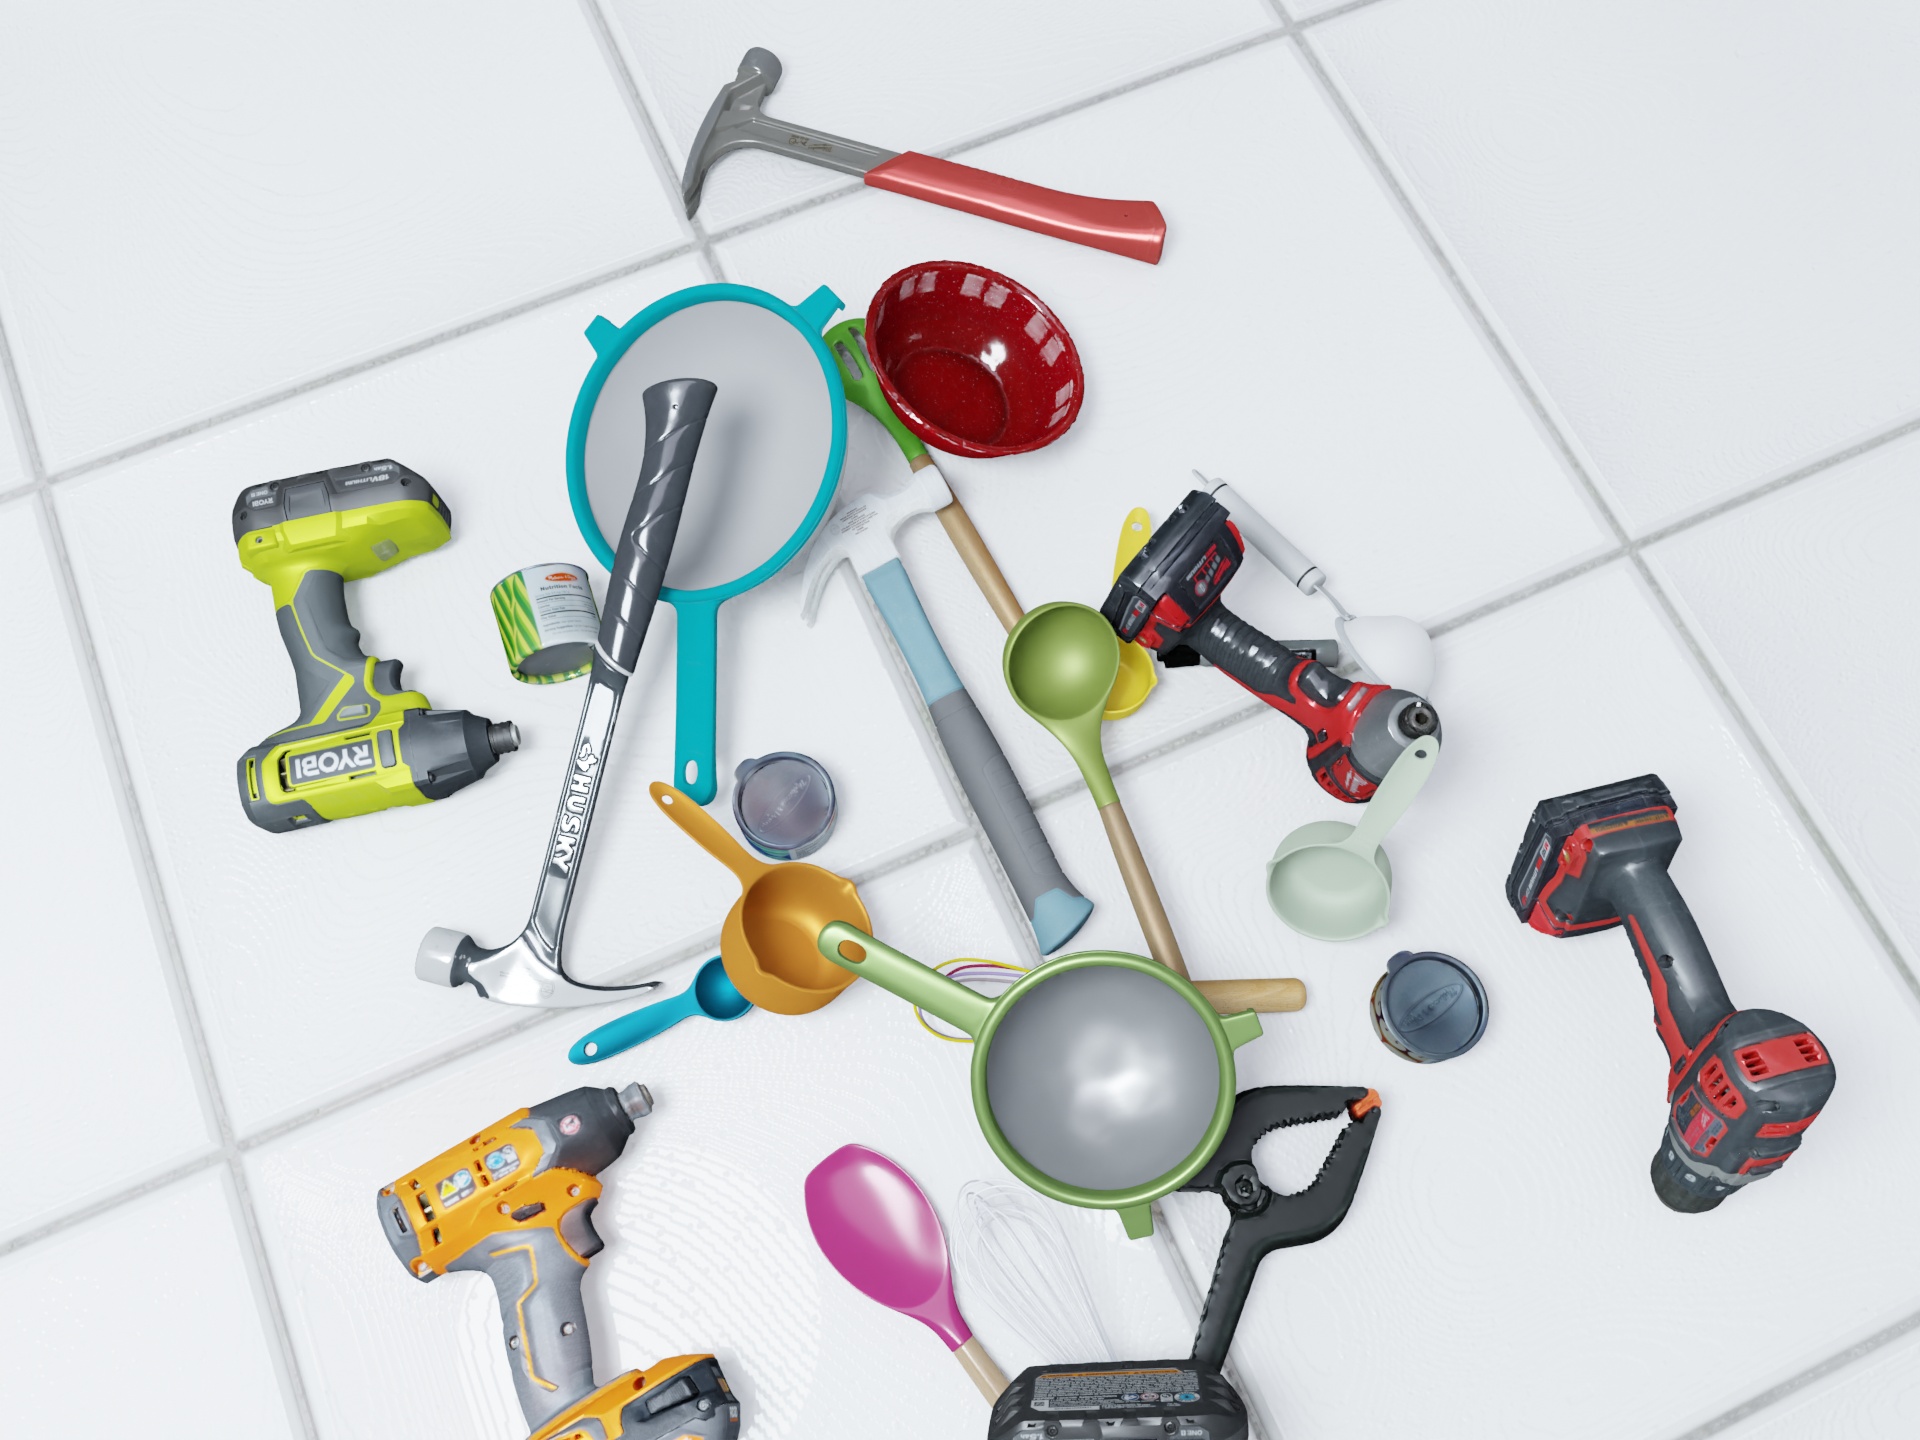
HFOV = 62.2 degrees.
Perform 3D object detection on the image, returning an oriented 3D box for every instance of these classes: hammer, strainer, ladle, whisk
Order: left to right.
[{"bbox_3d":[-0.218,-0.018,0.997,0.149,0.036,0.409,14,88,1],"label":"hammer"},{"bbox_3d":[-0.153,-0.113,1.062,0.211,0.095,0.340,-1,86,23],"label":"strainer"},{"bbox_3d":[-0.023,-0.397,1.190,0.359,0.036,0.149,18,71,7],"label":"hammer"},{"bbox_3d":[-0.002,-0.003,1.043,0.128,0.033,0.331,-27,75,1],"label":"hammer"},{"bbox_3d":[0.036,0.178,0.932,0.256,0.069,0.151,27,97,3],"label":"strainer"},{"bbox_3d":[0.085,0.383,0.901,0.070,0.070,0.285,-34,79,-12],"label":"whisk"},{"bbox_3d":[0.093,0.170,0.985,0.245,0.051,0.047,-1,65,-4],"label":"whisk"},{"bbox_3d":[0.103,0.074,0.979,0.078,0.062,0.320,-16,72,-11],"label":"ladle"},{"bbox_3d":[0.242,-0.090,1.069,0.259,0.086,0.050,48,117,24],"label":"strainer"}]

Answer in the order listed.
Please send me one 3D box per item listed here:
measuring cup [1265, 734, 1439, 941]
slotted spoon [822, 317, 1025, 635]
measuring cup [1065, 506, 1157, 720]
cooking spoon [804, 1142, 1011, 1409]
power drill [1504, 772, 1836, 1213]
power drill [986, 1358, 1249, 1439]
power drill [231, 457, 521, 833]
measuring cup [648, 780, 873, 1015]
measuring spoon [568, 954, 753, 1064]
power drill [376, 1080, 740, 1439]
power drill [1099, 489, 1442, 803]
[{"bbox_3d":[0.246,0.064,0.968,0.083,0.167,0.038,26,35,3],"label":"measuring cup"},{"bbox_3d":[-0.015,-0.163,1.112,0.070,0.031,0.314,-25,74,-13],"label":"slotted spoon"},{"bbox_3d":[0.109,-0.072,1.080,0.062,0.029,0.157,11,68,4],"label":"measuring cup"},{"bbox_3d":[0.017,0.383,0.920,0.069,0.017,0.319,-35,74,-17],"label":"cooking spoon"},{"bbox_3d":[0.409,0.167,0.937,0.080,0.187,0.227,-13,52,-5],"label":"power drill"},{"bbox_3d":[0.074,0.467,0.836,0.190,0.080,0.228,-4,89,5],"label":"power drill"},{"bbox_3d":[-0.388,-0.050,1.046,0.171,0.080,0.223,-13,75,-4],"label":"power drill"},{"bbox_3d":[-0.134,0.109,0.980,0.173,0.052,0.095,42,46,5],"label":"measuring cup"},{"bbox_3d":[-0.184,0.186,0.994,0.128,0.021,0.042,-24,70,1],"label":"measuring spoon"},{"bbox_3d":[-0.214,0.326,0.908,0.164,0.084,0.227,-30,69,-11],"label":"power drill"},{"bbox_3d":[0.200,-0.037,0.991,0.220,0.143,0.078,40,79,5],"label":"power drill"}]
